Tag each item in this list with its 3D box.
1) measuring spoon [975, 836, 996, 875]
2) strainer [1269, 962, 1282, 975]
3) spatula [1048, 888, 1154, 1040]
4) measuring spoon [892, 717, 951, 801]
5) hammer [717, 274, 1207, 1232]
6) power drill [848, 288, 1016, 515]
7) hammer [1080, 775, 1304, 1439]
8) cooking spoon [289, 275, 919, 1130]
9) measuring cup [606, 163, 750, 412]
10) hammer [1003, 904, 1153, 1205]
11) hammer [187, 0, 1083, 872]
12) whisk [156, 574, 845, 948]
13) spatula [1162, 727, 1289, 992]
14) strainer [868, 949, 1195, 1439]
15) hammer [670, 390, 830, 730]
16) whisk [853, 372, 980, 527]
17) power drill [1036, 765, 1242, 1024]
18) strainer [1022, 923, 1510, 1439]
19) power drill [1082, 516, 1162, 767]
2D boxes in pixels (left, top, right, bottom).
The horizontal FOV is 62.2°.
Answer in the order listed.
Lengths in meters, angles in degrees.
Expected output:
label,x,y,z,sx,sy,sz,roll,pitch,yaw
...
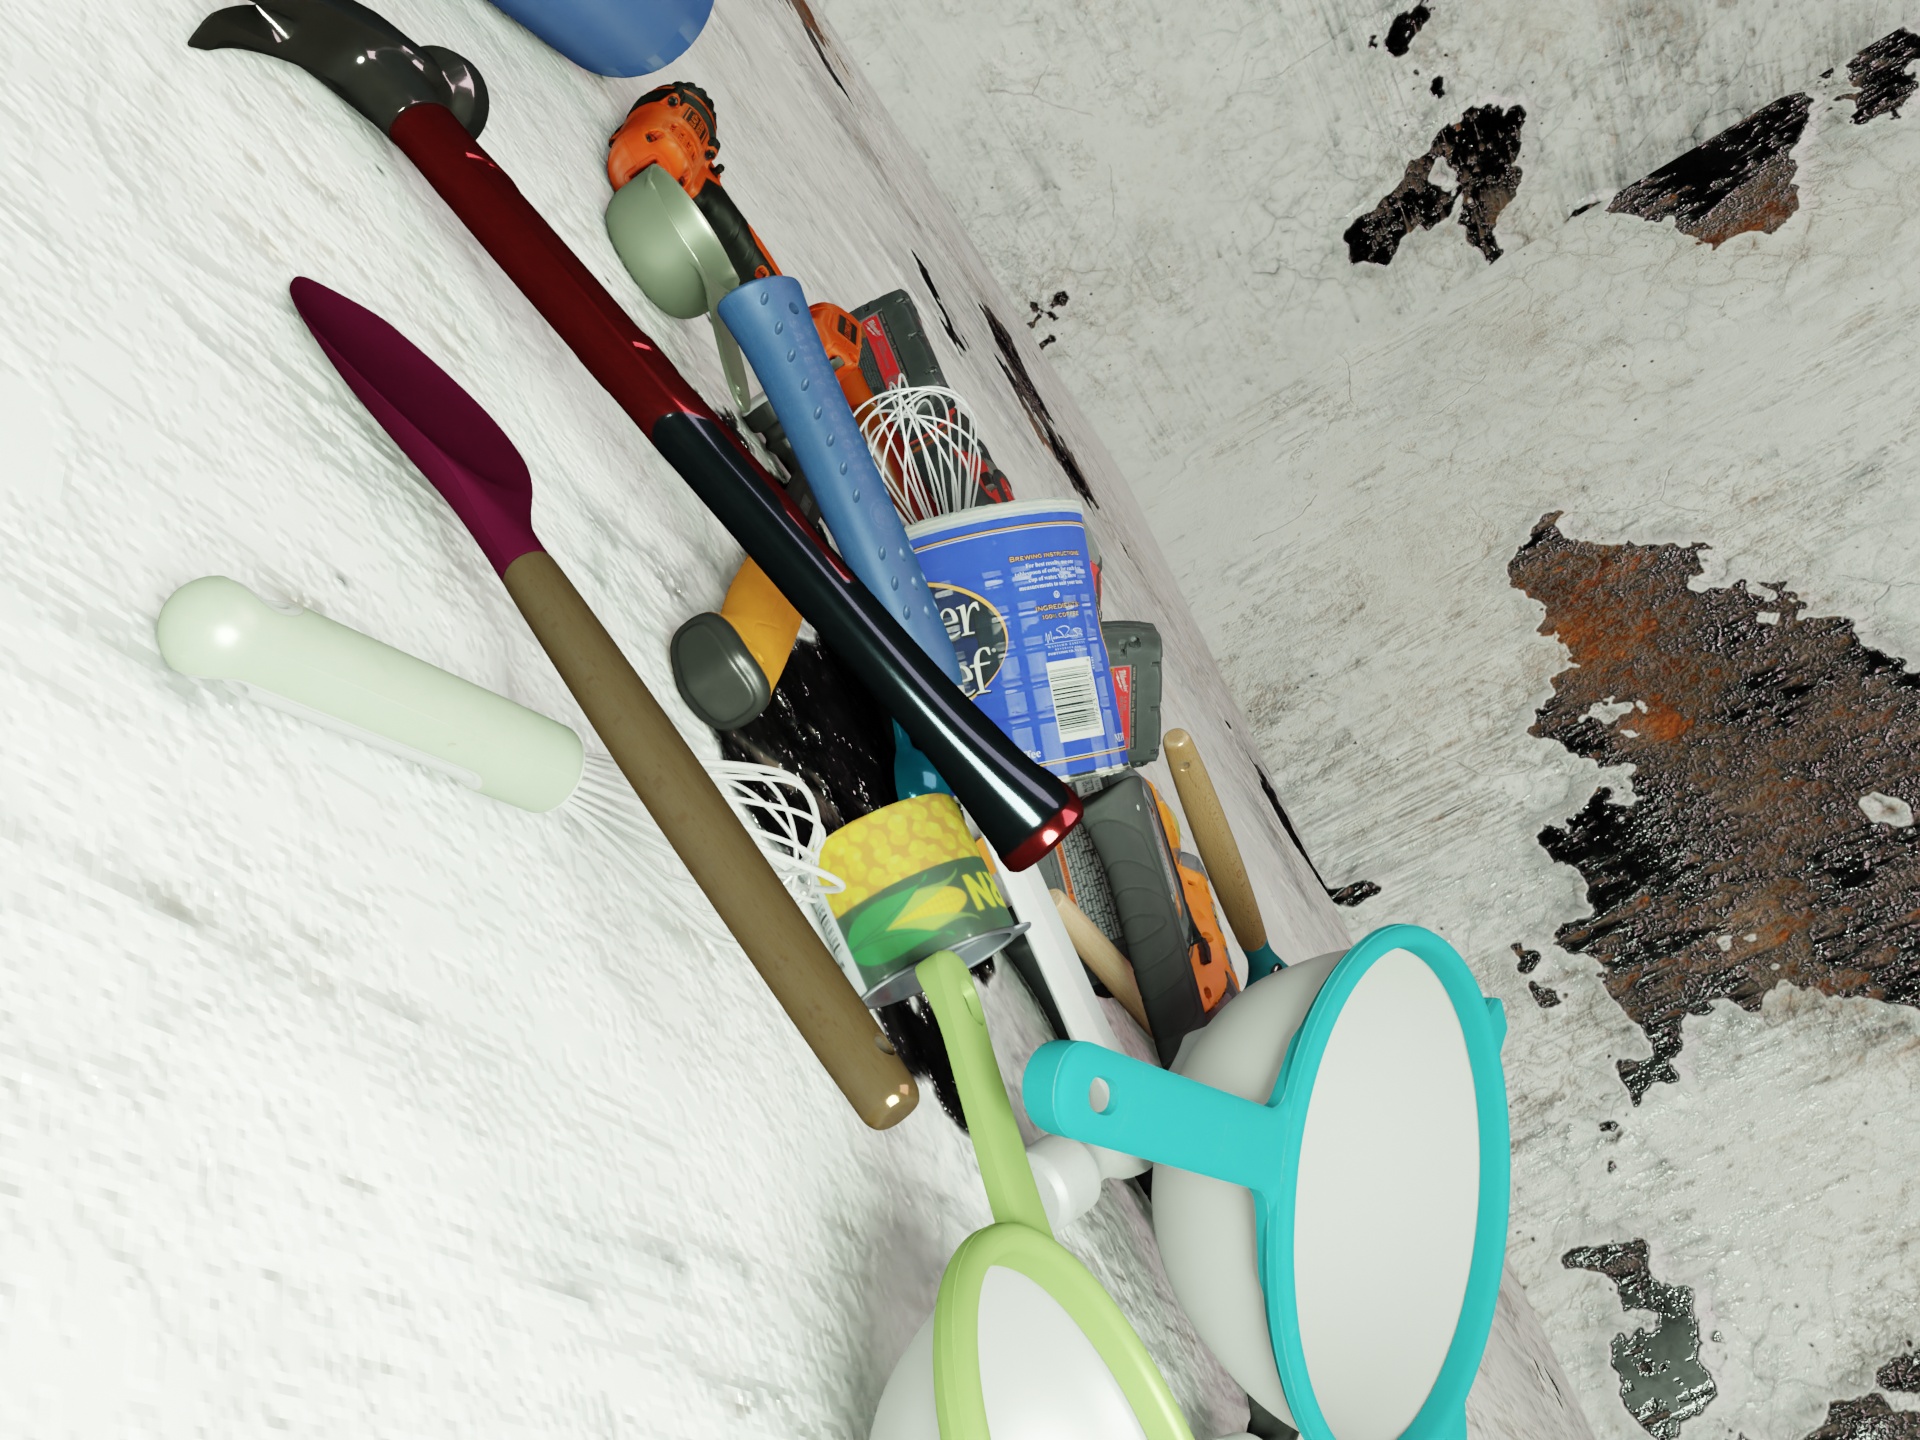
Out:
label,x,y,z,sx,sy,sz,roll,pitch,yaw
measuring spoon,0.015,0.070,0.856,0.117,0.011,0.021,-24,98,-74
strainer,0.160,0.217,0.850,0.050,0.087,0.258,24,-43,30
spatula,0.118,0.176,0.860,0.060,0.018,0.315,17,-25,43
measuring spoon,-0.022,-0.009,0.772,0.042,0.021,0.129,34,46,-72
hammer,-0.001,-0.002,0.680,0.144,0.035,0.405,-19,83,-45
power drill,-0.022,-0.211,1.171,0.226,0.080,0.188,48,18,-53
hammer,0.117,0.182,0.751,0.146,0.035,0.335,12,56,-49
cooking spoon,-0.103,-0.023,0.419,0.319,0.017,0.068,50,13,28
measuring cup,-0.139,-0.208,0.800,0.083,0.038,0.168,42,25,-55
hammer,0.128,0.271,0.797,0.409,0.036,0.149,61,12,2
hammer,-0.097,-0.097,0.556,0.386,0.038,0.143,49,14,-1
whisk,-0.106,0.016,0.430,0.058,0.059,0.246,17,-9,33
spatula,0.152,0.110,0.830,0.317,0.082,0.044,61,17,-46
strainer,0.003,0.177,0.442,0.151,0.069,0.257,47,17,-42
hammer,-0.078,-0.068,0.736,0.127,0.034,0.337,55,14,-18
whisk,-0.009,-0.101,0.939,0.284,0.070,0.070,71,-2,-59
power drill,0.114,0.133,0.934,0.226,0.084,0.164,47,26,-58
strainer,0.101,0.164,0.599,0.340,0.095,0.211,29,66,-45
power drill,0.093,-0.069,1.210,0.220,0.078,0.143,-102,-173,-58
